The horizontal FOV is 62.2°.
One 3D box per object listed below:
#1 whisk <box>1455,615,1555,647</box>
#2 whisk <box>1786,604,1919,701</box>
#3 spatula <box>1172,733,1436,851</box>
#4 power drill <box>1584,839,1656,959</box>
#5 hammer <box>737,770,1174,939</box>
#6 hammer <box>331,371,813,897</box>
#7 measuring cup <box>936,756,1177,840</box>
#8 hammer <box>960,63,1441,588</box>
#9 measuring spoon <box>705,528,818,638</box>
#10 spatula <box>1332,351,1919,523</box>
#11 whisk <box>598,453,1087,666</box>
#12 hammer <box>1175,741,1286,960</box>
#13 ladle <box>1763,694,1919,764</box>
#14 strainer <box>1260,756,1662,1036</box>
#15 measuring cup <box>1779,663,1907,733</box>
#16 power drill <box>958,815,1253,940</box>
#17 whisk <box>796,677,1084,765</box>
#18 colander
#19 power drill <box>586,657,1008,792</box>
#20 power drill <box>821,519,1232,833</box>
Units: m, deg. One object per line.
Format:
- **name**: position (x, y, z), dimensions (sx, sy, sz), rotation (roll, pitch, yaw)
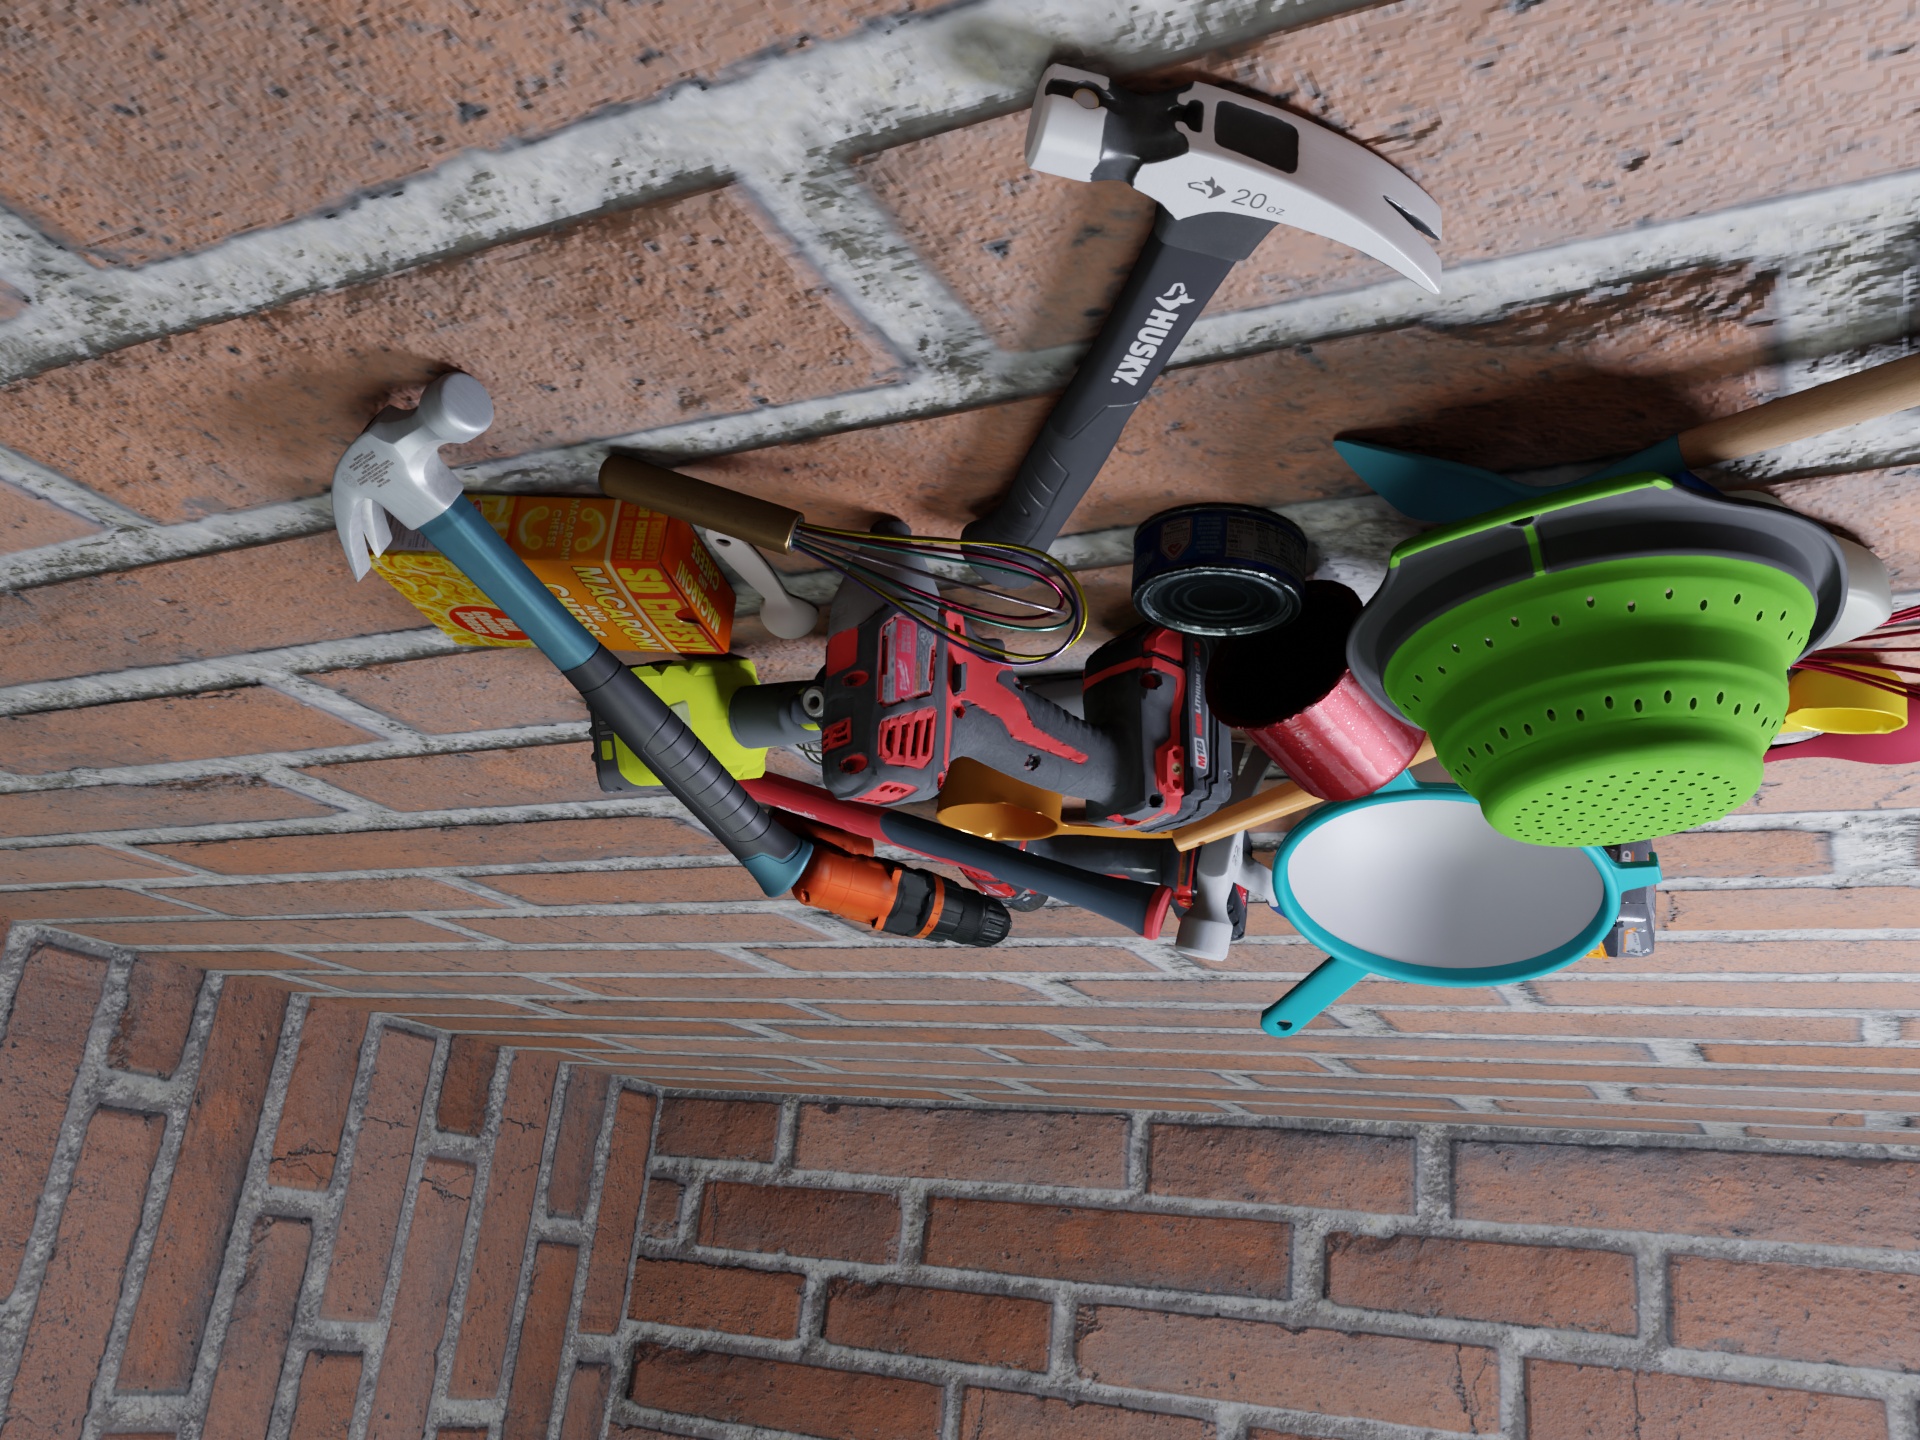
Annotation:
- **whisk**: position (0.257, -0.031, 0.843), dimensions (0.059, 0.058, 0.246), rotation (-2, 165, 0)
- **whisk**: position (0.425, -0.033, 0.773), dimensions (0.296, 0.073, 0.073), rotation (2, 161, 30)
- **spatula**: position (0.273, 0.018, 0.896), dimensions (0.322, 0.041, 0.081), rotation (-23, 152, 14)
- **power drill**: position (0.380, 0.115, 1.159), dimensions (0.226, 0.084, 0.164), rotation (0, 159, 27)
- **hammer**: position (-0.044, 0.070, 1.081), dimensions (0.386, 0.038, 0.143), rotation (16, 164, 23)
- **hammer**: position (-0.184, -0.023, 0.812), dimensions (0.128, 0.033, 0.330), rotation (-18, 125, 34)
- **measuring cup**: position (0.071, 0.052, 1.120), dimensions (0.173, 0.052, 0.095), rotation (5, 160, -1)
- **hammer**: position (0.062, -0.129, 0.647), dimensions (0.146, 0.035, 0.334), rotation (11, 160, -9)
- **measuring spoon**: position (-0.113, -0.073, 0.879), dimensions (0.034, 0.018, 0.124), rotation (0, 158, 18)
- **spatula**: position (0.304, -0.122, 0.613), dimensions (0.317, 0.044, 0.082), rotation (-15, 151, 36)
- **whisk**: position (-0.056, -0.085, 0.750), dimensions (0.245, 0.051, 0.047), rotation (19, 140, 8)
- **hammer**: position (0.237, 0.120, 1.193), dimensions (0.035, 0.144, 0.405), rotation (11, 172, 23)
- **ladle**: position (0.444, 0.026, 0.970), dimensions (0.069, 0.031, 0.315), rotation (23, 156, -37)
- **strainer**: position (0.293, 0.113, 1.081), dimensions (0.211, 0.095, 0.340), rotation (22, 142, -6)
- **measuring cup**: position (0.451, -0.008, 0.887), dimensions (0.062, 0.029, 0.156), rotation (13, 171, -19)
- **power drill**: position (0.114, 0.121, 1.265), dimensions (0.227, 0.080, 0.187), rotation (3, 160, 17)
- **whisk**: position (-0.002, -0.004, 1.003), dimensions (0.239, 0.055, 0.055), rotation (-7, 157, 22)
- **colander**: position (0.317, 0.022, 0.742), dimensions (0.204, 0.095, 0.396), rotation (-15, 153, 29)
- **power drill**: position (-0.102, -0.006, 0.923), dimensions (0.223, 0.080, 0.171), rotation (-7, 179, 31)
- **power drill**: position (0.032, -0.019, 0.825), dimensions (0.219, 0.143, 0.078), rotation (10, 161, -29)
